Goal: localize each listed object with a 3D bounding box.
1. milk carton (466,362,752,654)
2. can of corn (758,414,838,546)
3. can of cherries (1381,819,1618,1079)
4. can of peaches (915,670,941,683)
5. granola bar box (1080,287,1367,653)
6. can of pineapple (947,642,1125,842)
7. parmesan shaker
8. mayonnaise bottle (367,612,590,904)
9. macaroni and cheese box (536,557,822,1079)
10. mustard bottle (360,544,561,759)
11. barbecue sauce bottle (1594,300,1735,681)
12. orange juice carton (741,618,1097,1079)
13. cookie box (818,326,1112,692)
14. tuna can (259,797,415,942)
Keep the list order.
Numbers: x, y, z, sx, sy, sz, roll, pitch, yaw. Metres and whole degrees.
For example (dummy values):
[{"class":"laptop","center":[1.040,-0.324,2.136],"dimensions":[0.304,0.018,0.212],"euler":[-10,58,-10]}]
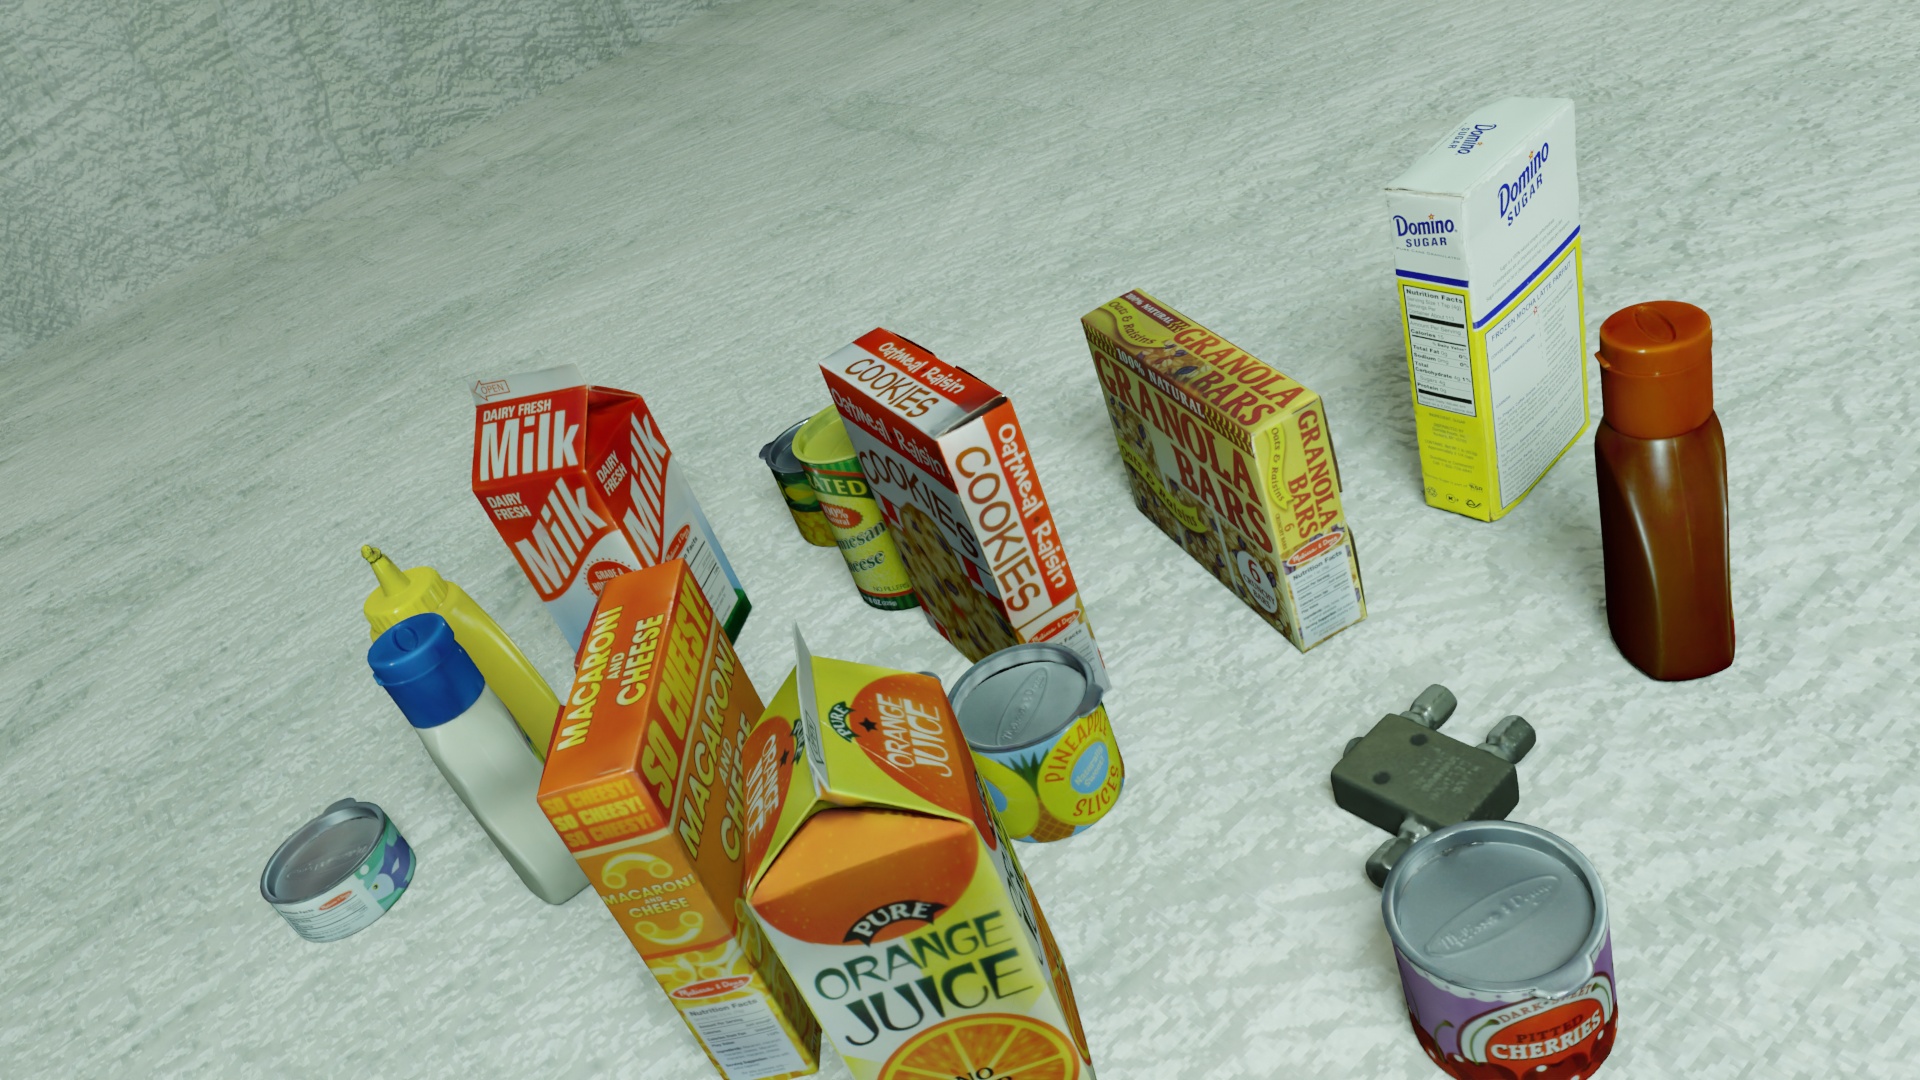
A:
[{"class":"milk carton","center":[-0.190,-0.009,0.743],"dimensions":[0.072,0.189,0.074],"euler":[-8,35,21]},{"class":"can of corn","center":[-0.079,-0.037,0.844],"dimensions":[0.071,0.058,0.071],"euler":[-15,33,10]},{"class":"can of cherries","center":[0.174,0.135,0.444],"dimensions":[0.071,0.058,0.072],"euler":[-15,33,10]},{"class":"can of peaches","center":[-0.030,0.100,0.614],"dimensions":[0.071,0.057,0.071],"euler":[-15,33,10]},{"class":"granola bar box","center":[0.124,-0.039,0.668],"dimensions":[0.039,0.123,0.166],"euler":[-27,33,-8]},{"class":"can of pineapple","center":[0.034,0.087,0.596],"dimensions":[0.071,0.057,0.071],"euler":[-15,33,10]},{"class":"parmesan shaker","center":[-0.040,-0.020,0.753],"dimensions":[0.071,0.102,0.072],"euler":[-15,33,10]},{"class":"mayonnaise bottle","center":[-0.216,0.100,0.637],"dimensions":[0.041,0.147,0.065],"euler":[-35,35,-20]},{"class":"macaroni and cheese box","center":[-0.098,0.109,0.538],"dimensions":[0.040,0.165,0.124],"euler":[-16,33,9]},{"class":"mustard bottle","center":[-0.258,0.062,0.706],"dimensions":[0.049,0.159,0.065],"euler":[16,48,44]},{"class":"barbecue sauce bottle","center":[0.269,-0.019,0.532],"dimensions":[0.043,0.148,0.065],"euler":[-14,33,12]},{"class":"orange juice carton","center":[-0.018,0.116,0.457],"dimensions":[0.073,0.191,0.072],"euler":[-20,32,2]},{"class":"cookie box","center":[0.002,-0.008,0.652],"dimensions":[0.040,0.166,0.123],"euler":[-32,34,-16]},{"class":"tuna can","center":[-0.313,0.166,0.703],"dimensions":[0.071,0.032,0.071],"euler":[-15,33,10]}]
